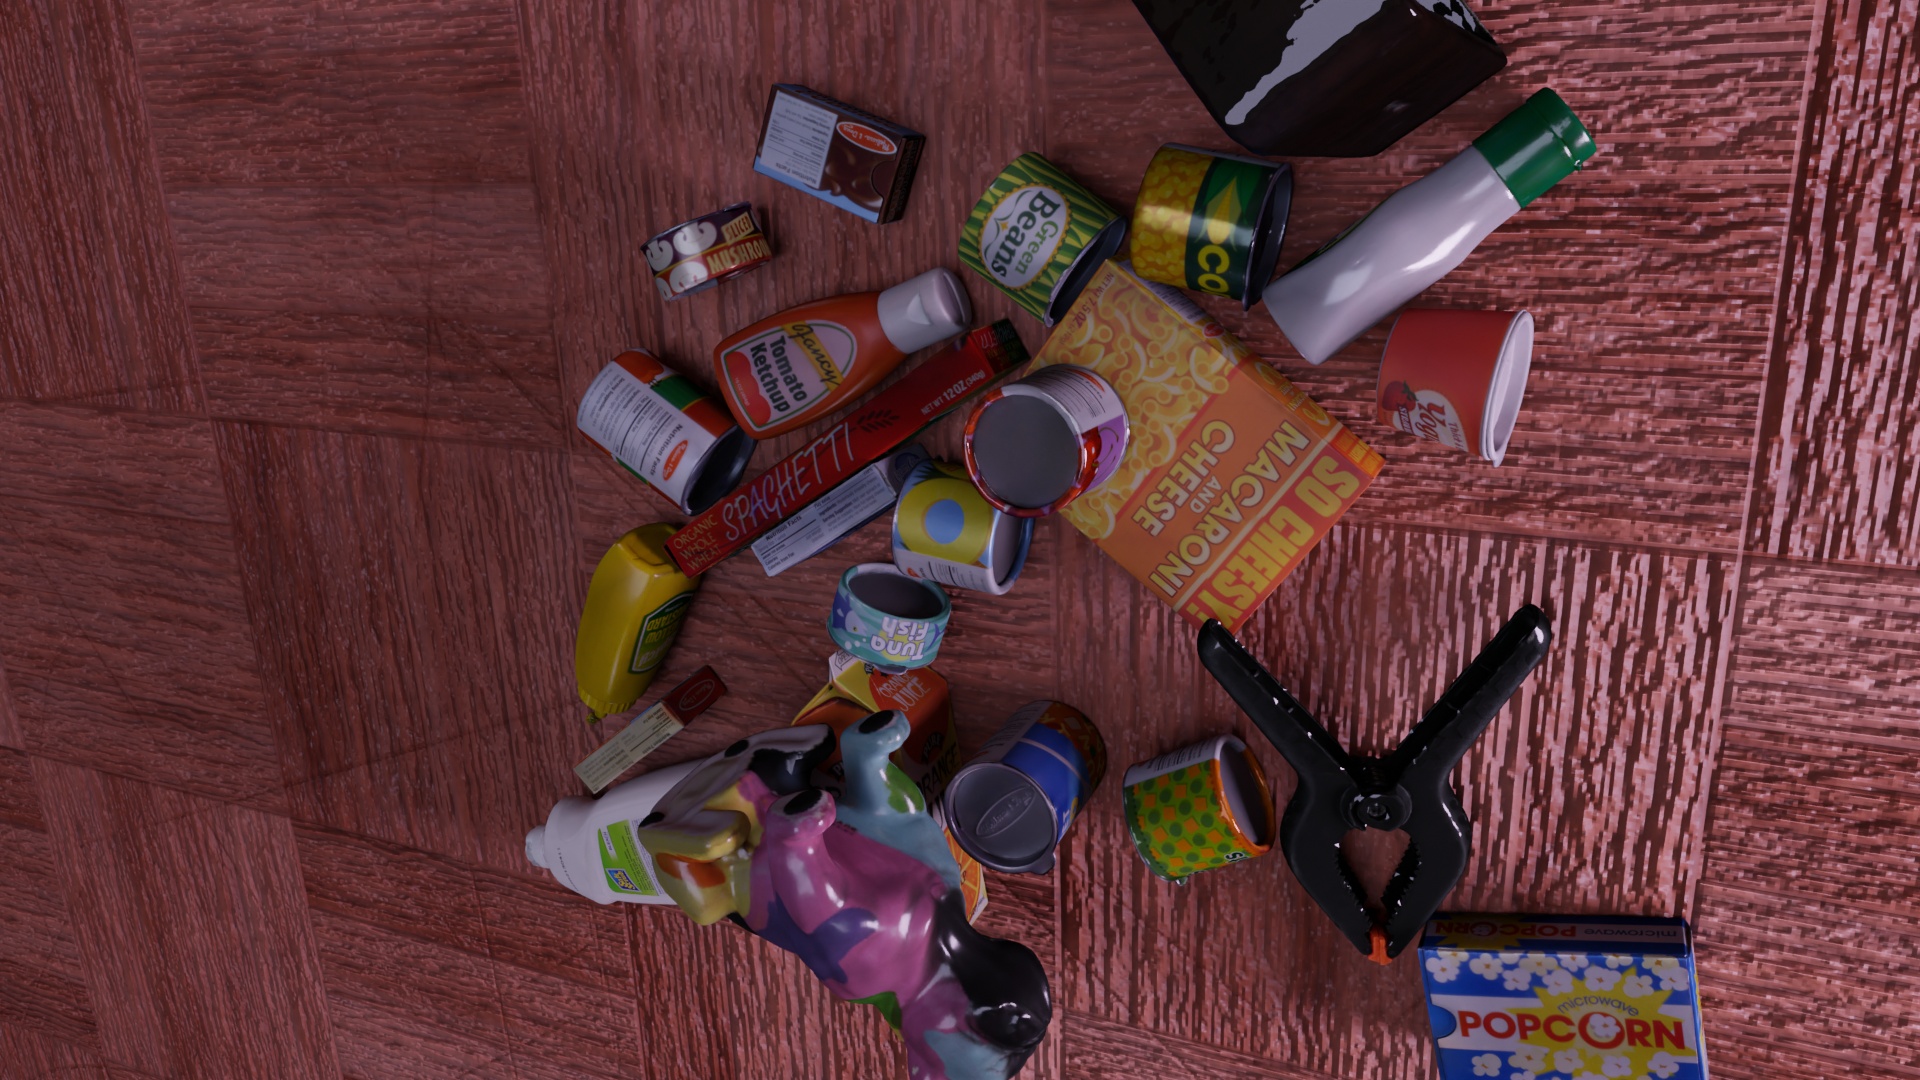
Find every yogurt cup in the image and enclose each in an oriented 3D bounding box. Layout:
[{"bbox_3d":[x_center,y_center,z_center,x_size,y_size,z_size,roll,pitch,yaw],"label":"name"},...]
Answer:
[{"bbox_3d":[0.223,-0.074,0.629,0.054,0.073,0.072,15,113,29],"label":"yogurt cup"}]

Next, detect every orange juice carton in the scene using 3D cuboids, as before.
[{"bbox_3d":[-0.044,0.146,0.823,0.073,0.072,0.192,-3,106,26],"label":"orange juice carton"}]

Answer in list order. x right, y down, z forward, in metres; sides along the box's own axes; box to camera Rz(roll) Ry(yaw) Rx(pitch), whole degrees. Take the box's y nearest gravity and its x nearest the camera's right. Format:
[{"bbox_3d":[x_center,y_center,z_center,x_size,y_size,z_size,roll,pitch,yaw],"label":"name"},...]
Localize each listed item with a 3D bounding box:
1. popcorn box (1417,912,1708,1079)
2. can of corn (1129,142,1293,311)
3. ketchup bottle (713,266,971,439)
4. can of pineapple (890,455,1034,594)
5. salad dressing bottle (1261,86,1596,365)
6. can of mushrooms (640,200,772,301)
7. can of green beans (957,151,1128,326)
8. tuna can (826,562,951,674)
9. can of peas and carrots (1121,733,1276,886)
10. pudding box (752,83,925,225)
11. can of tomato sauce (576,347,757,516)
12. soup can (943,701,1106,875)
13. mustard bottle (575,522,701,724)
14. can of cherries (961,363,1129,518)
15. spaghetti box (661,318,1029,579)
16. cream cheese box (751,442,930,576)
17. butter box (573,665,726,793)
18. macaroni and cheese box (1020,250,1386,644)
[{"bbox_3d":[0.306,0.237,0.707,0.126,0.038,0.085,-6,105,27],"label":"popcorn box"},{"bbox_3d":[0.117,-0.147,0.651,0.058,0.071,0.071,17,114,20],"label":"can of corn"},{"bbox_3d":[-0.064,-0.107,0.765,0.148,0.044,0.064,-19,98,29],"label":"ketchup bottle"},{"bbox_3d":[0.003,-0.009,0.753,0.058,0.071,0.070,12,112,21],"label":"can of pineapple"},{"bbox_3d":[0.207,-0.139,0.619,0.147,0.064,0.044,-37,79,22],"label":"salad dressing bottle"},{"bbox_3d":[-0.139,-0.160,0.769,0.071,0.071,0.033,-17,100,29],"label":"can of mushrooms"},{"bbox_3d":[0.041,-0.149,0.688,0.058,0.071,0.071,39,119,9],"label":"can of green beans"},{"bbox_3d":[-0.040,0.043,0.788,0.071,0.071,0.032,26,116,16],"label":"tuna can"},{"bbox_3d":[0.129,0.145,0.743,0.058,0.071,0.071,-25,95,29],"label":"can of peas and carrots"},{"bbox_3d":[-0.065,-0.206,0.740,0.084,0.030,0.049,26,115,15],"label":"pudding box"},{"bbox_3d":[-0.172,-0.065,0.819,0.083,0.071,0.071,36,118,11],"label":"can of tomato sauce"},{"bbox_3d":[0.039,0.137,0.773,0.071,0.084,0.071,8,111,23],"label":"soup can"},{"bbox_3d":[-0.212,0.063,0.883,0.049,0.065,0.159,37,124,16],"label":"mustard bottle"},{"bbox_3d":[0.041,-0.047,0.679,0.071,0.058,0.071,8,109,24],"label":"can of cherries"},{"bbox_3d":[-0.070,-0.047,0.784,0.249,0.050,0.028,-31,91,30],"label":"spaghetti box"},{"bbox_3d":[-0.066,-0.017,0.790,0.103,0.053,0.024,-31,91,30],"label":"cream cheese box"},{"bbox_3d":[-0.202,0.123,0.901,0.103,0.053,0.024,-37,92,31],"label":"butter box"},{"bbox_3d":[0.109,-0.046,0.705,0.166,0.040,0.123,41,120,8],"label":"macaroni and cheese box"}]
